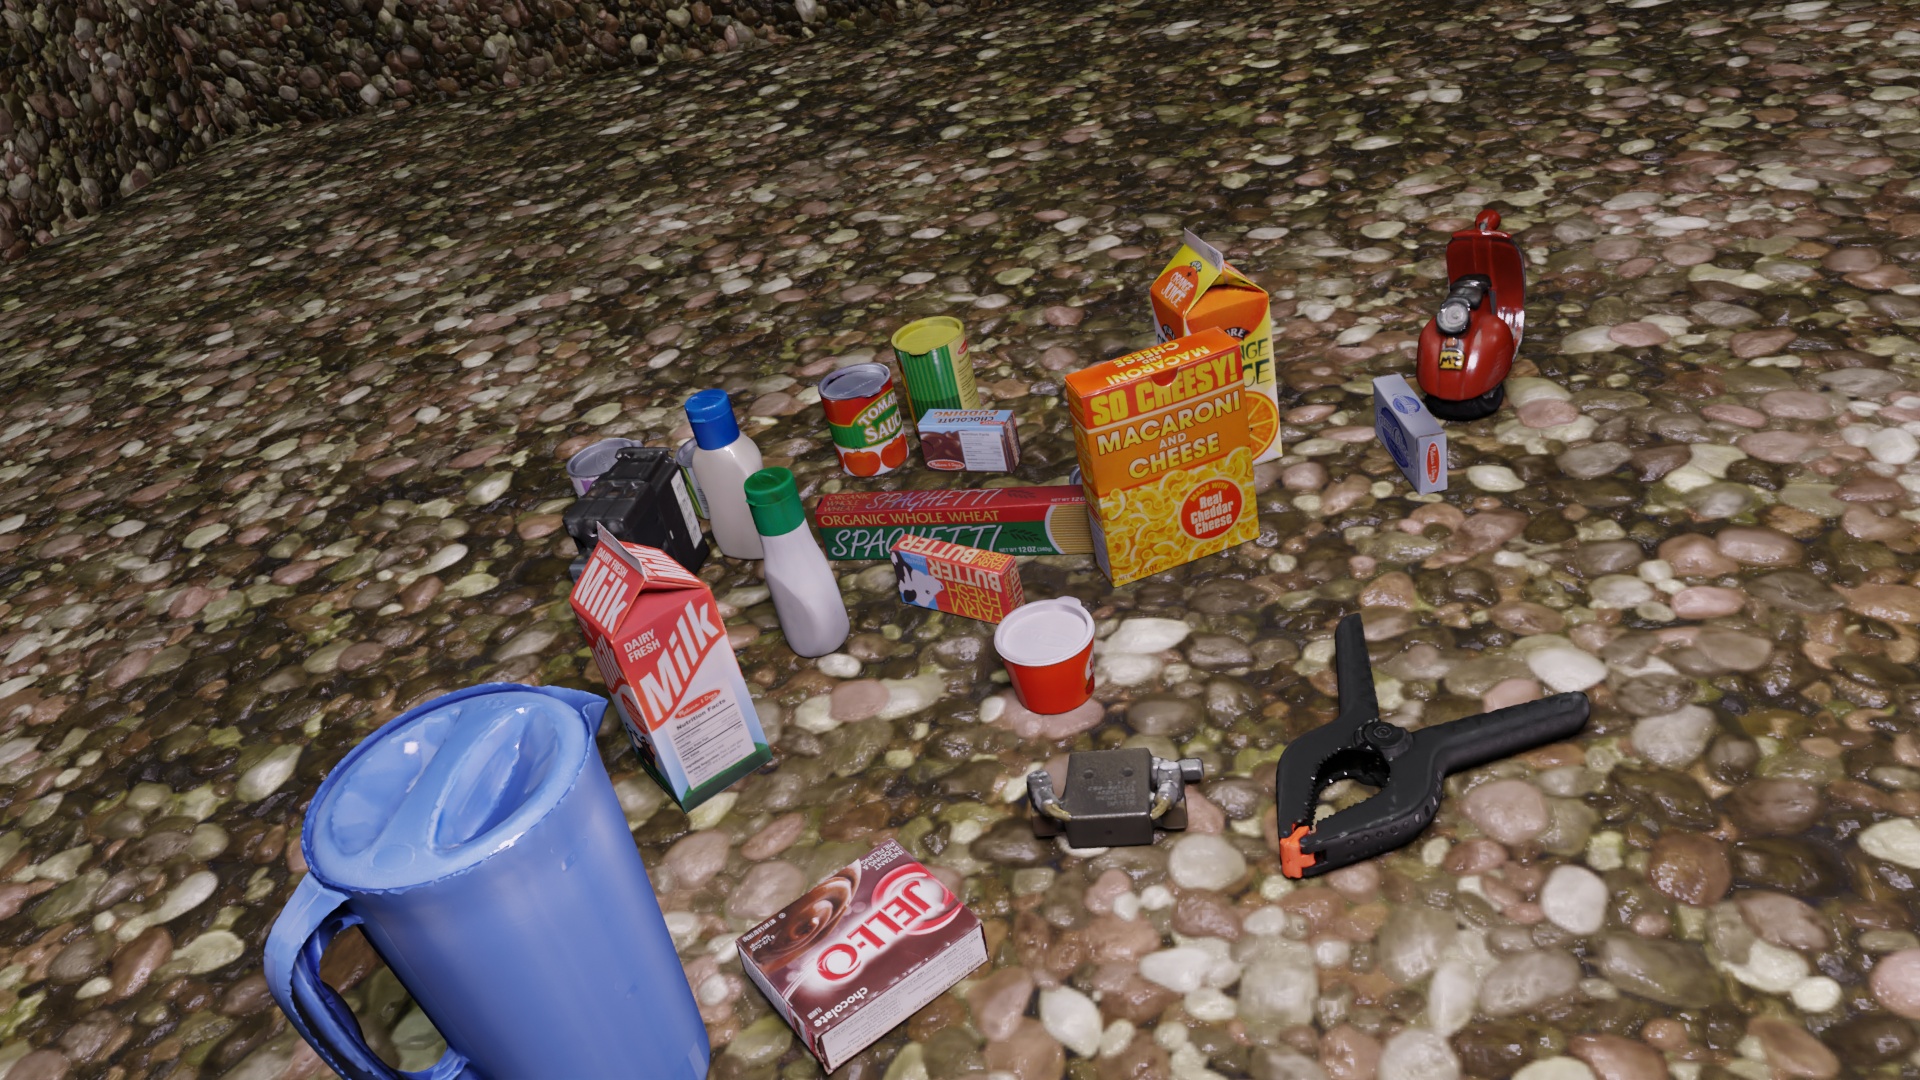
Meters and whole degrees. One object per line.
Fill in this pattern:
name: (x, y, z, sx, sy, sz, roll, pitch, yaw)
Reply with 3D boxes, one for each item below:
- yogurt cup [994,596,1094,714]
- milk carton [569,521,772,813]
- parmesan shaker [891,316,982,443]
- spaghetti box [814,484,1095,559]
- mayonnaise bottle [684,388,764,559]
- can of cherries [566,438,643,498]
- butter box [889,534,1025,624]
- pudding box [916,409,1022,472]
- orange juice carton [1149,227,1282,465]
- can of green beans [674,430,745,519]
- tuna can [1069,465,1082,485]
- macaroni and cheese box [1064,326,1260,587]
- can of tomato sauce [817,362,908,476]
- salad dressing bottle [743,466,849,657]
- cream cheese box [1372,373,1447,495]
yogurt cup: (0.061, 0.081, 0.944, 0.072, 0.053, 0.073, -9, 33, 6)
milk carton: (-0.195, 0.077, 0.916, 0.074, 0.189, 0.072, -31, 36, -25)
parmesan shaker: (-0.020, -0.142, 1.265, 0.071, 0.102, 0.072, -9, 33, 6)
spaghetti box: (0.004, -0.014, 1.112, 0.250, 0.050, 0.029, -2, 35, 17)
mayonnaise bottle: (-0.189, -0.053, 1.150, 0.065, 0.147, 0.041, 2, 36, 23)
can of cherries: (-0.318, -0.053, 1.279, 0.071, 0.058, 0.072, -9, 33, 6)
butter box: (-0.002, 0.030, 1.045, 0.103, 0.053, 0.024, 11, 40, 33)
pudding box: (0.008, -0.088, 1.222, 0.083, 0.049, 0.030, 2, 36, 23)
orange juice carton: (0.205, -0.153, 1.118, 0.073, 0.191, 0.072, -18, 33, -6)
can of green beans: (-0.217, -0.060, 1.253, 0.071, 0.057, 0.071, -9, 33, 6)
tuna can: (0.122, -0.038, 1.122, 0.071, 0.032, 0.071, -9, 33, 6)
macaroni and cheese box: (0.151, -0.059, 1.020, 0.124, 0.165, 0.040, -19, 33, -9)
can of tomato sauce: (-0.085, -0.108, 1.256, 0.071, 0.082, 0.071, -9, 33, 6)
salad dressing bottle: (-0.122, 0.017, 1.021, 0.044, 0.147, 0.064, -34, 38, -28)
cream cheese box: (0.352, -0.085, 1.090, 0.024, 0.053, 0.104, -12, 33, 3)
